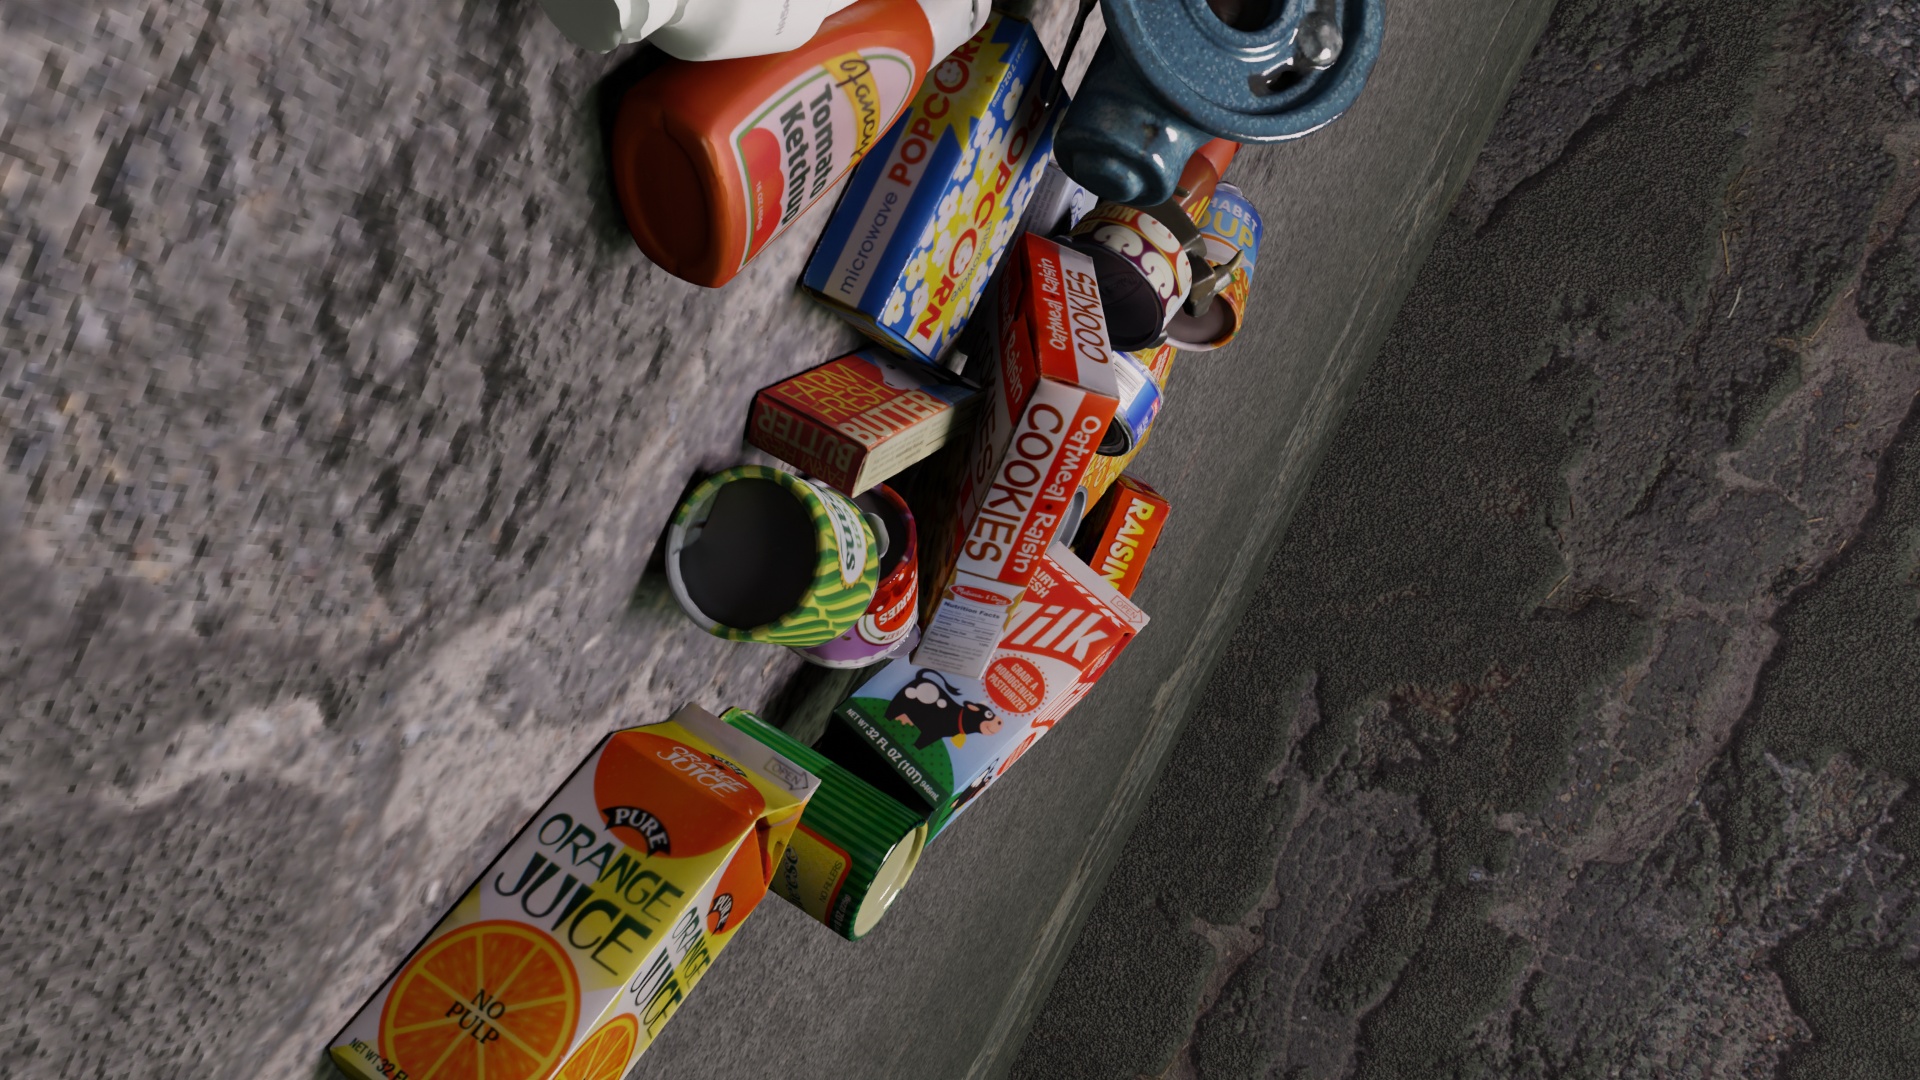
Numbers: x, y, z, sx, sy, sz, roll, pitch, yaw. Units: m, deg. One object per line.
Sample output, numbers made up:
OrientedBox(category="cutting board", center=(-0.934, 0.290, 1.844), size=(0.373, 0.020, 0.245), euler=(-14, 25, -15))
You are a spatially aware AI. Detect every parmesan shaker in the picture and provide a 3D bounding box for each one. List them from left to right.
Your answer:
OrientedBox(category="parmesan shaker", center=(-0.075, 0.131, 0.650), size=(0.071, 0.103, 0.071), euler=(-53, 161, -28))

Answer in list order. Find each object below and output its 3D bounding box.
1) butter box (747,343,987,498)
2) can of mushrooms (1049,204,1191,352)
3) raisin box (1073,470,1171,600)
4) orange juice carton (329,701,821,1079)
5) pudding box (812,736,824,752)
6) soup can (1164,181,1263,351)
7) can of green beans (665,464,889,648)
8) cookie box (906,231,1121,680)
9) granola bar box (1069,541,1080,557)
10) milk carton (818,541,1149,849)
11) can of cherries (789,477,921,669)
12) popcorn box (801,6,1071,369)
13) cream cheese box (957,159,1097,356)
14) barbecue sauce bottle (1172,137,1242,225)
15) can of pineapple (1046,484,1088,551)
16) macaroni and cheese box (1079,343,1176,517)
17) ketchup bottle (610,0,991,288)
OrientedBox(category="butter box", center=(-0.036, -0.052, 0.570), size=(0.104, 0.053, 0.024), euler=(-35, 149, -56))
OrientedBox(category="can of mushrooms", center=(0.075, -0.129, 0.673), size=(0.033, 0.071, 0.070), euler=(-52, 160, -27))
OrientedBox(category="raisin box", center=(0.110, -0.004, 1.014), size=(0.123, 0.040, 0.086), euler=(-102, -145, -79))
OrientedBox(category="orange juice carton", center=(-0.139, 0.148, 0.543), size=(0.193, 0.072, 0.072), euler=(-51, 160, -32))
OrientedBox(category="pudding box", center=(-0.049, 0.121, 0.803), size=(0.084, 0.050, 0.030), euler=(-46, 155, -44))
OrientedBox(category="soup can", center=(0.152, -0.173, 0.879), size=(0.071, 0.071, 0.084), euler=(90, 16, -57))
OrientedBox(category="can of green beans", center=(-0.071, 0.007, 0.534), size=(0.071, 0.071, 0.058), euler=(-63, 163, 1))
OrientedBox(category="cookie box", center=(0.018, -0.039, 0.641), size=(0.123, 0.040, 0.166), euler=(-93, -158, -51))
OrientedBox(category="granola bar box", center=(0.018, 0.066, 0.933), size=(0.166, 0.039, 0.123), euler=(-26, 140, -63))
OrientedBox(category="milk carton", center=(0.018, 0.073, 0.733), size=(0.191, 0.072, 0.073), euler=(-39, 164, -33))
OrientedBox(category="can of cherries", center=(-0.049, 0.014, 0.603), size=(0.072, 0.071, 0.058), euler=(-52, 160, -30))
OrientedBox(category="popcorn box", center=(-0.006, -0.138, 0.552), size=(0.126, 0.038, 0.085), euler=(-63, 162, 2))
OrientedBox(category="cream cheese box", center=(0.036, -0.139, 0.697), size=(0.053, 0.024, 0.103), euler=(-23, 137, -65))
OrientedBox(category="barbecue sauce bottle", center=(0.120, -0.194, 0.825), size=(0.149, 0.044, 0.064), euler=(-58, 166, -16))
OrientedBox(category="can of pineapple", center=(0.036, -0.016, 0.827), size=(0.071, 0.058, 0.070), euler=(-54, 161, -27))
OrientedBox(category="macaroni and cheese box", center=(0.087, -0.077, 0.915), size=(0.167, 0.040, 0.123), euler=(-47, 158, -42))
OrientedBox(category="ketchup bottle", center=(-0.043, -0.142, 0.428), size=(0.149, 0.043, 0.064), euler=(-51, 162, -35))
